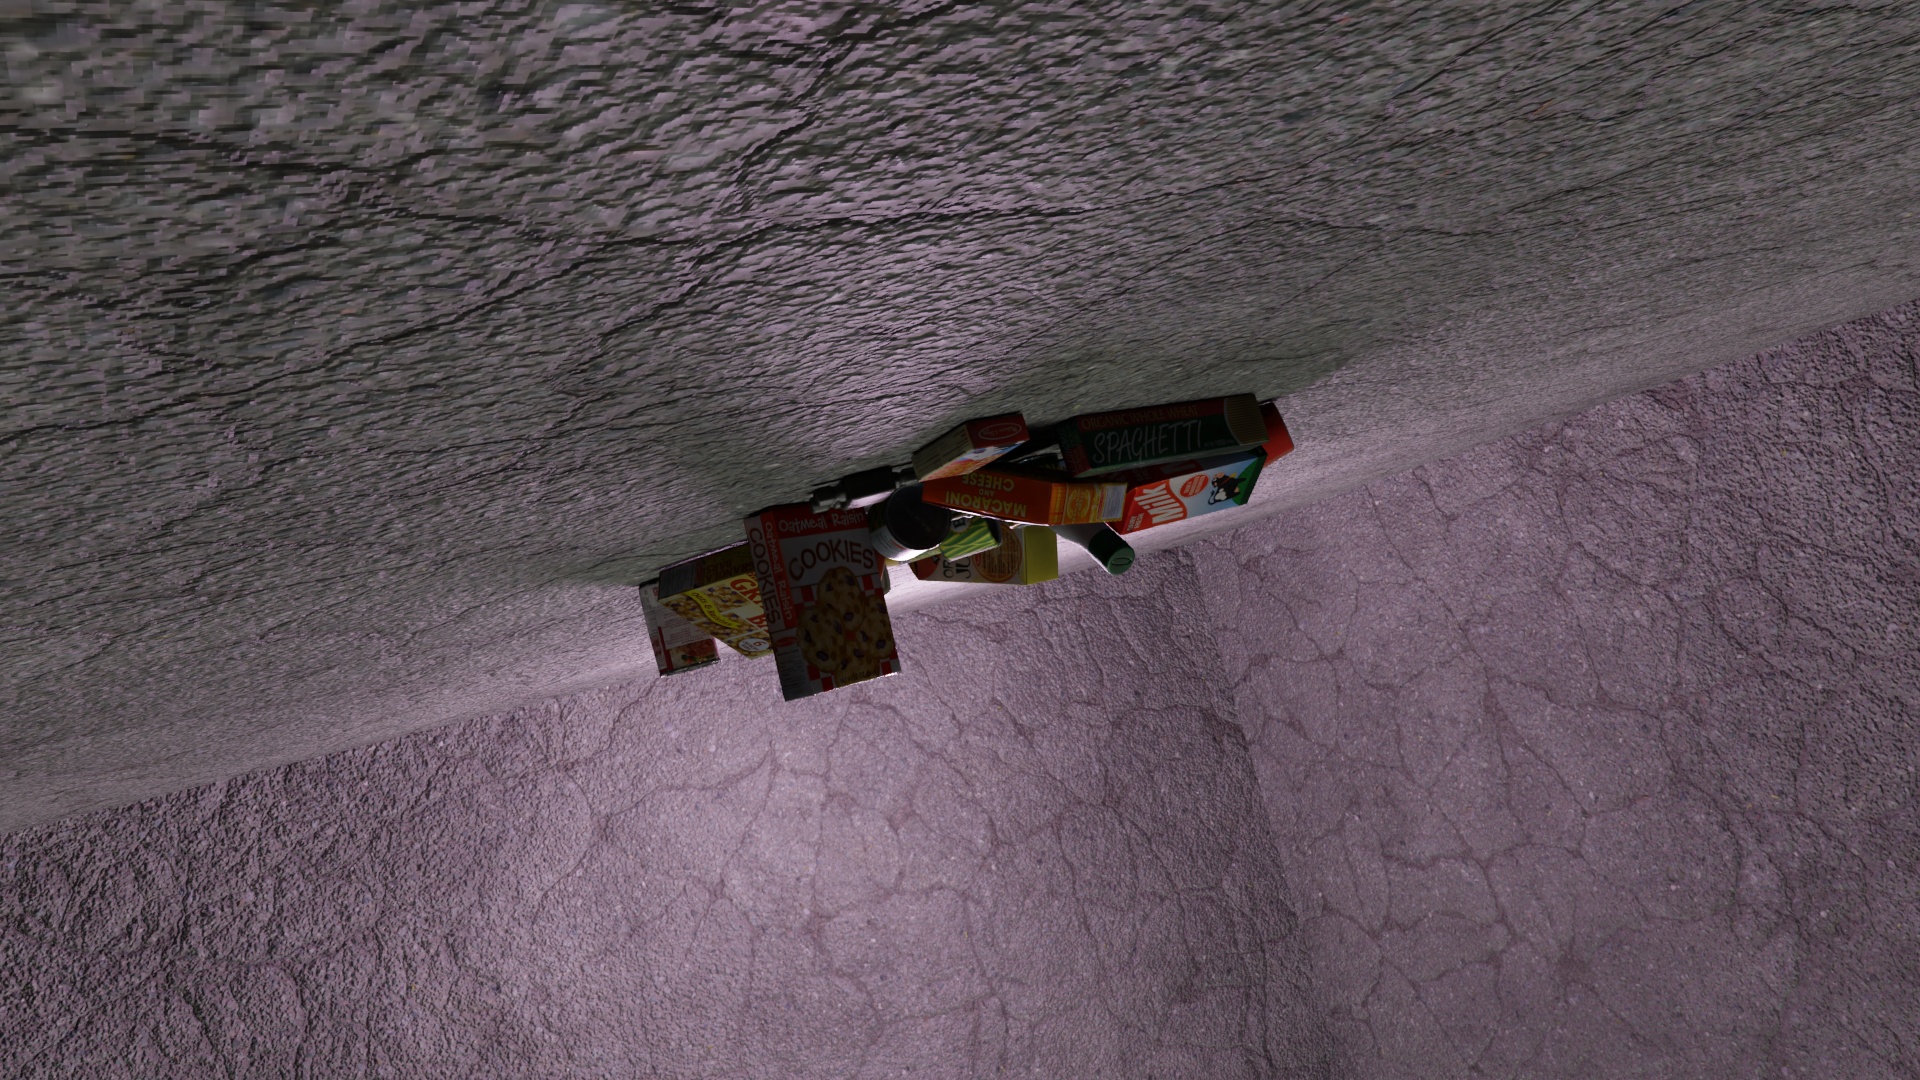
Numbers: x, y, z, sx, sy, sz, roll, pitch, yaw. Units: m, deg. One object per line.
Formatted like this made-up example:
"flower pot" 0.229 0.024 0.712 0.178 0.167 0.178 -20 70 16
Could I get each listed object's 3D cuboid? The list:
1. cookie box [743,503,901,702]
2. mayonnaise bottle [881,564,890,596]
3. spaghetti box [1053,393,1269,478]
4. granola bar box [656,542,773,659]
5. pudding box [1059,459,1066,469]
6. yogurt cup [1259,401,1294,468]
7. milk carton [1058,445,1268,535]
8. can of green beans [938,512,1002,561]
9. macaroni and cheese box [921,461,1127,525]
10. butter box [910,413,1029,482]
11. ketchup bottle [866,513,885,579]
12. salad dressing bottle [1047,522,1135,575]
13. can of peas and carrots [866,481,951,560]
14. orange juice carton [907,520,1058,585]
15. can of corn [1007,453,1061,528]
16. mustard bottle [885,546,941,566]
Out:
"cookie box" -0.121 0.050 1.249 0.040 0.167 0.123 -16 175 36
"mayonnaise bottle" -0.142 0.036 1.566 0.148 0.064 0.041 1 -155 47
"spaghetti box" 0.186 -0.095 1.250 0.251 0.050 0.028 -11 171 -40
"granola bar box" -0.216 0.065 1.451 0.124 0.039 0.165 -16 147 22
"pudding box" 0.135 -0.075 1.427 0.083 0.030 0.050 -18 175 27
"yogurt cup" 0.307 -0.107 1.424 0.054 0.072 0.072 -25 173 10
"milk carton" 0.193 -0.064 1.353 0.191 0.072 0.073 -13 142 -20
"can of green beans" 0.006 -0.017 1.470 0.058 0.071 0.071 -18 174 15
"macaroni and cheese box" 0.060 -0.042 1.234 0.124 0.040 0.167 11 -172 27
"butter box" 0.006 -0.073 1.100 0.053 0.024 0.103 -12 173 -29
"ketchup bottle" -0.105 0.038 1.376 0.064 0.043 0.149 -33 -150 23
"salad dressing bottle" 0.133 -0.015 1.512 0.064 0.043 0.148 1 -150 -34
"can of peas and carrots" -0.048 -0.020 1.294 0.071 0.071 0.058 -13 174 -24
"orange juice carton" 0.013 0.010 1.607 0.192 0.073 0.072 1 -175 35
"can of corn" 0.072 -0.049 1.368 0.071 0.058 0.071 -16 175 -1
"mustard bottle" -0.020 -0.012 1.541 0.160 0.049 0.065 -17 173 18
